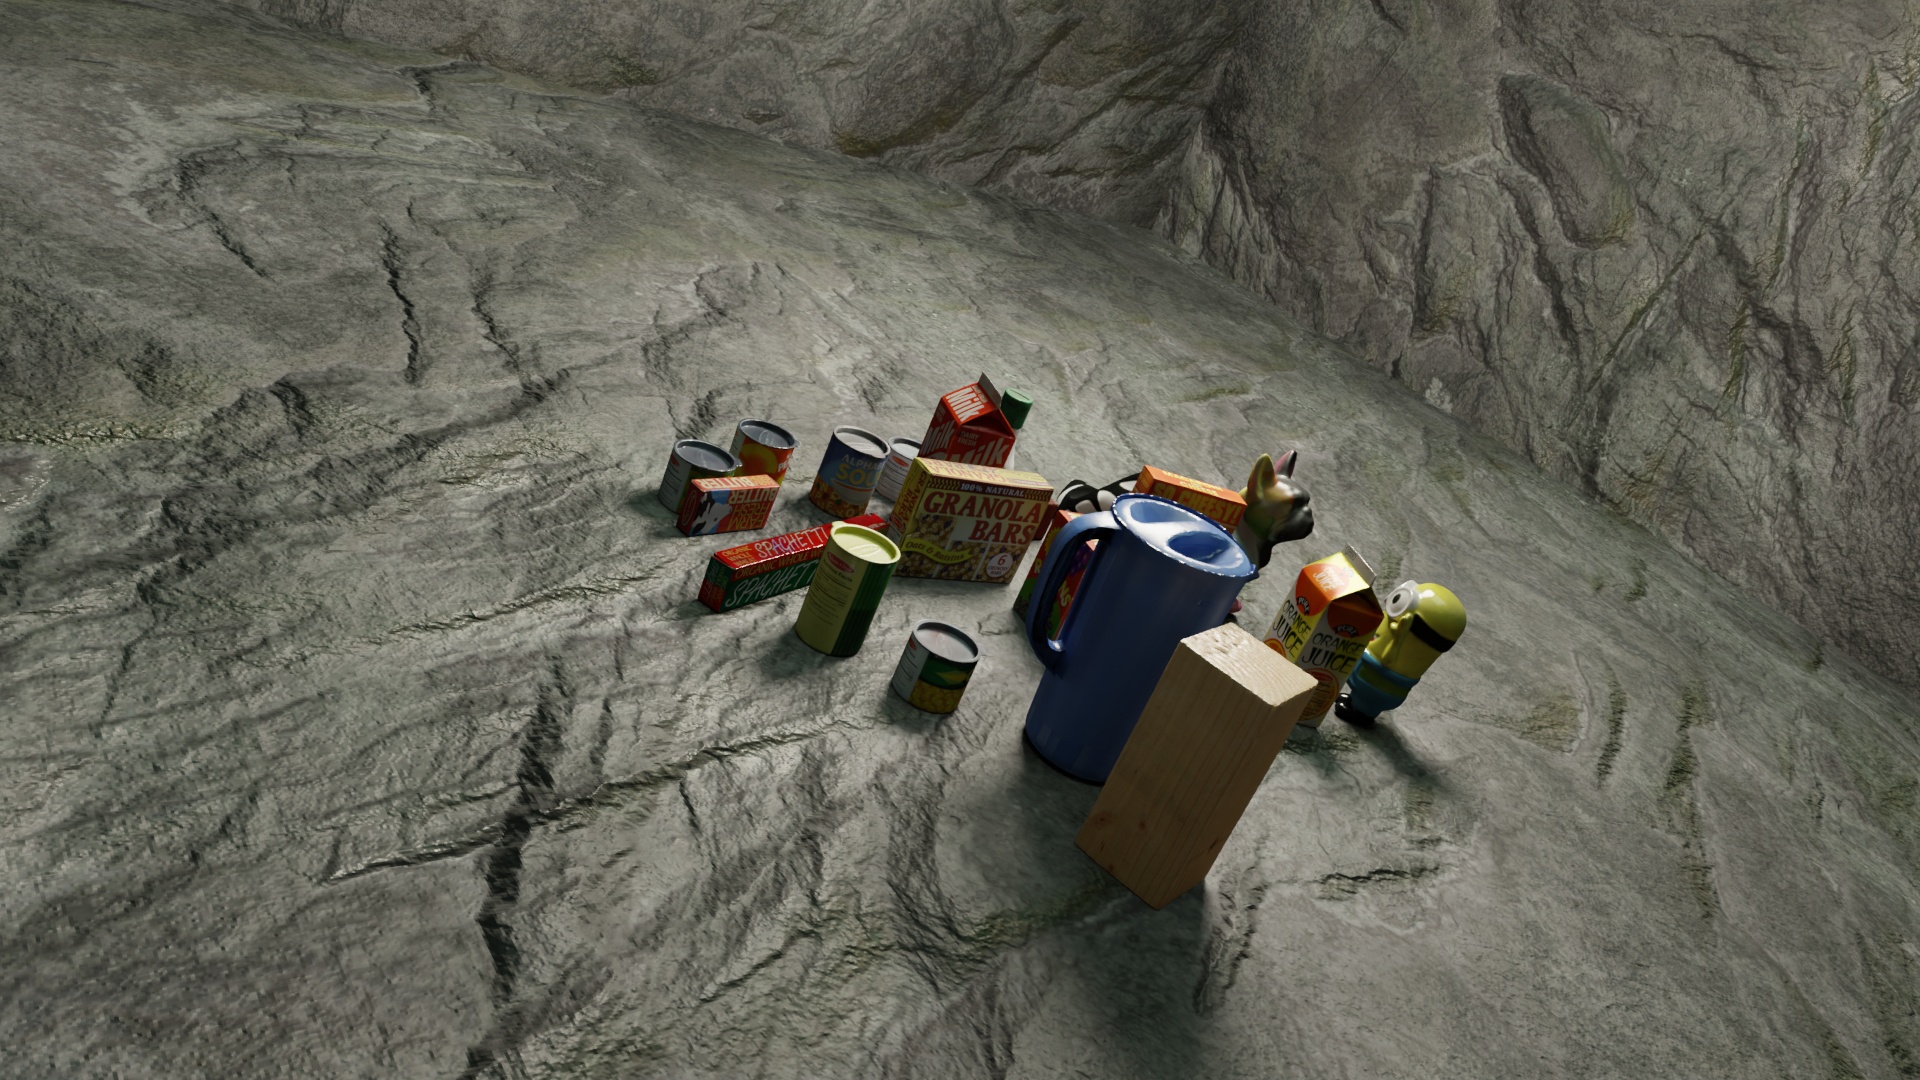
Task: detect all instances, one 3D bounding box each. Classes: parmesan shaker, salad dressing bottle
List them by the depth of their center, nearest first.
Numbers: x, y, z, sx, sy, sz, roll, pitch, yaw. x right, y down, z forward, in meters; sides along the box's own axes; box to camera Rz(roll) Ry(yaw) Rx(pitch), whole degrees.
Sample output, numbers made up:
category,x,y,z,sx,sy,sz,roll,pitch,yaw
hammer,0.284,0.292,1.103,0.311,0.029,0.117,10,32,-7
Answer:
category,x,y,z,sx,sy,sz,roll,pitch,yaw
parmesan shaker,-0.105,0.044,1.261,0.071,0.102,0.071,20,23,-9
salad dressing bottle,0.043,-0.112,1.679,0.064,0.147,0.044,31,24,17

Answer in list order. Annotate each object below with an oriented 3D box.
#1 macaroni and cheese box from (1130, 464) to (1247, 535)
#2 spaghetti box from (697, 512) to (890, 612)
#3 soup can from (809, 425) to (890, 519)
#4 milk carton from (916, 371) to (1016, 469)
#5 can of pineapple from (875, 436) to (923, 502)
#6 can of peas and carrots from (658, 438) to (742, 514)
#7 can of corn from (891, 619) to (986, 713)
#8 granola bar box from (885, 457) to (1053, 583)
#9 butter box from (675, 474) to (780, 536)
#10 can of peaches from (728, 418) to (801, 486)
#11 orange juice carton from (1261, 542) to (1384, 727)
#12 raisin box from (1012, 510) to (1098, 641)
category,x,y,z,sx,sy,sz,roll,pitch,yaw
macaroni and cheese box,0.231,0.007,1.575,0.124,0.165,0.040,15,24,-20
spaghetti box,-0.155,0.018,1.337,0.029,0.050,0.251,33,25,22
soup can,-0.121,-0.073,1.523,0.071,0.083,0.071,20,23,-9
milk carton,0.000,-0.089,1.536,0.073,0.189,0.072,12,25,-26
can of pineapple,-0.062,-0.082,1.629,0.071,0.057,0.071,20,23,-9
can of peas and carrots,-0.262,-0.061,1.397,0.071,0.058,0.071,20,23,-9
can of corn,-0.020,0.114,1.247,0.071,0.058,0.071,20,23,-9
granola bar box,0.005,-0.018,1.472,0.166,0.123,0.039,5,29,-37
butter box,-0.230,-0.035,1.379,0.024,0.053,0.104,37,27,30
can of peaches,-0.216,-0.091,1.506,0.071,0.057,0.071,20,23,-9
orange juice carton,0.384,0.099,1.486,0.073,0.191,0.072,15,24,-19
raisin box,0.110,0.043,1.439,0.040,0.123,0.086,9,27,-31
